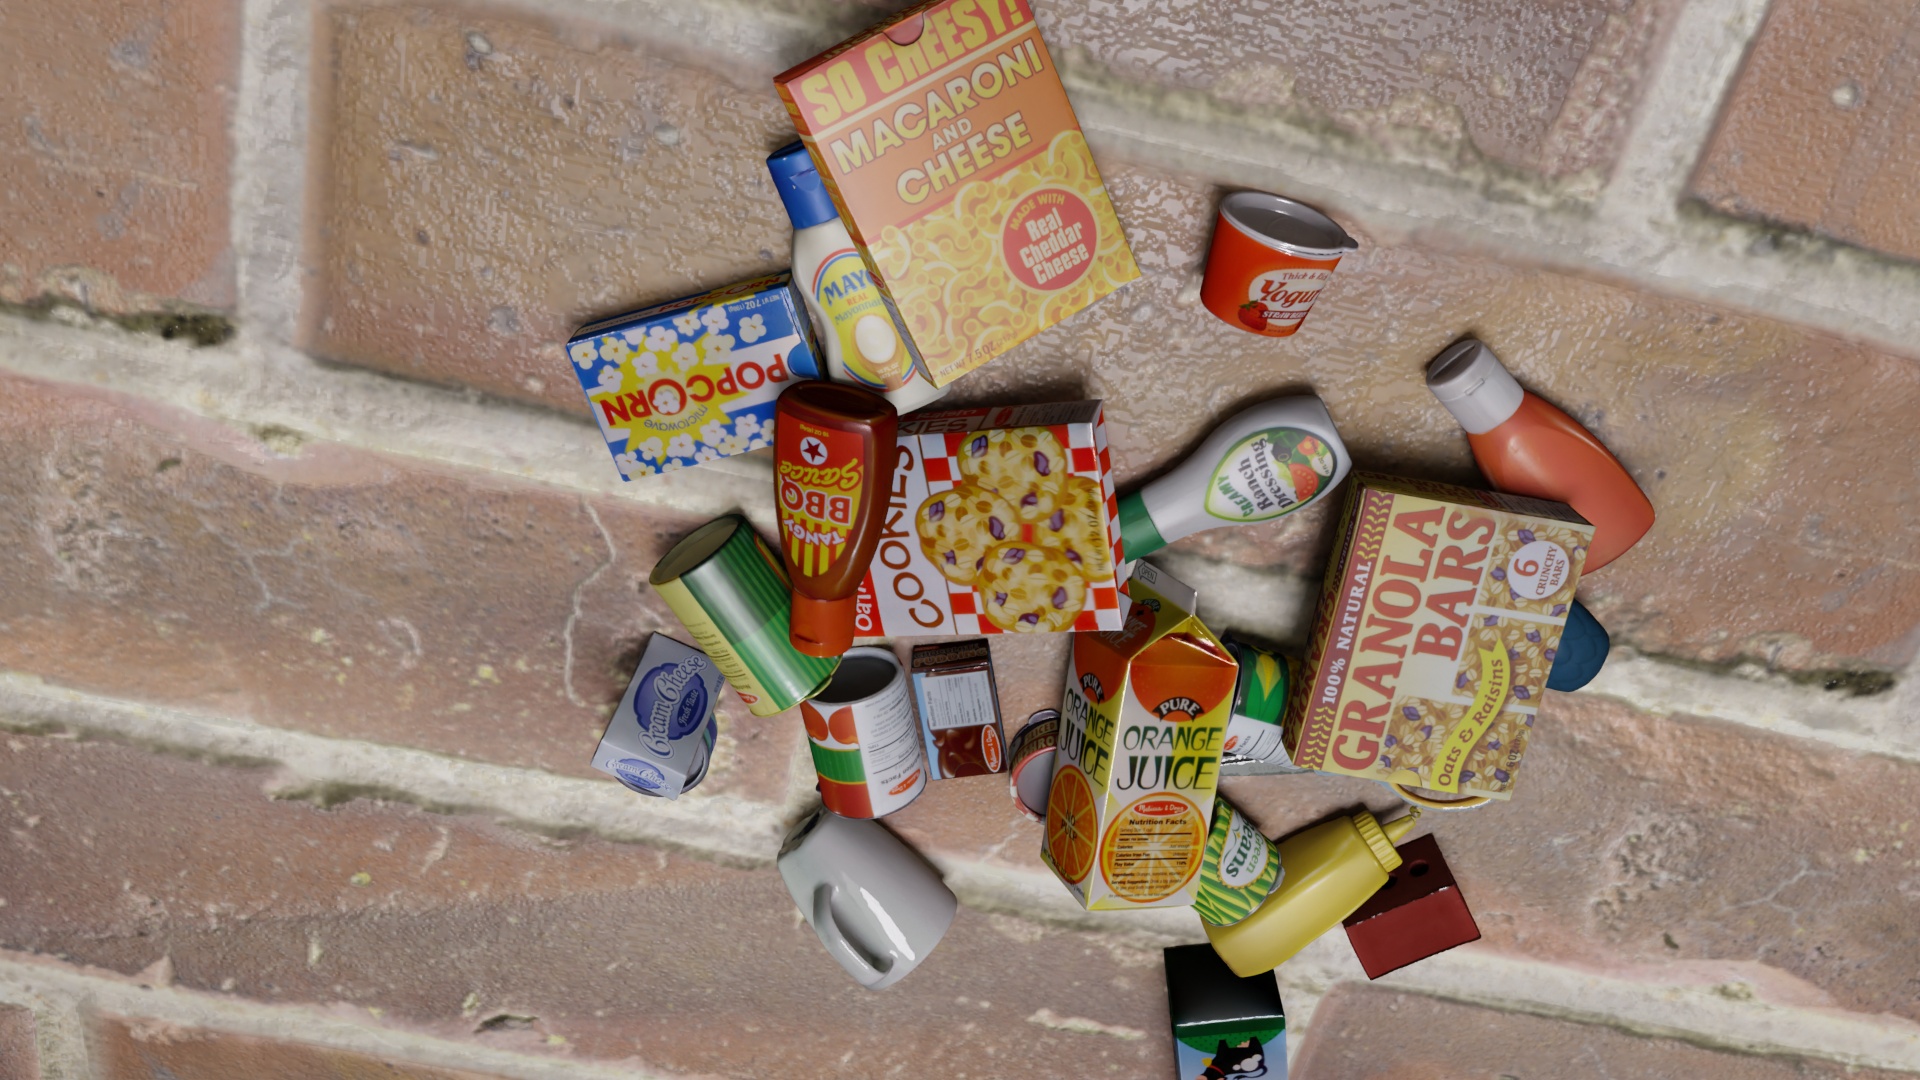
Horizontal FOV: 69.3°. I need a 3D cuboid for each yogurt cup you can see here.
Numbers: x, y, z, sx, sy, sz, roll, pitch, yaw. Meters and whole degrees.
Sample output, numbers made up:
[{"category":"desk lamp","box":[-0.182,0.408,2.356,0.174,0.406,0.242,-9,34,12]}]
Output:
[{"category":"yogurt cup","box":[0.157,-0.140,0.711,0.072,0.073,0.053,13,125,-6]}]

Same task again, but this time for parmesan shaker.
[{"category":"parmesan shaker","box":[-0.122,0.043,0.805,0.071,0.071,0.103,-28,113,14]}]

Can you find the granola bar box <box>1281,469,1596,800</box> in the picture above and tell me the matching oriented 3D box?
[{"category":"granola bar box","box":[0.257,0.053,0.758,0.124,0.039,0.165,9,107,-1]}]

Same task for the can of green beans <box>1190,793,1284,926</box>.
[{"category":"can of green beans","box":[0.159,0.200,0.882,0.071,0.071,0.057,-41,109,20]}]

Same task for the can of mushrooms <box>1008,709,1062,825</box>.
[{"category":"can of mushrooms","box":[0.062,0.144,0.873,0.071,0.033,0.070,1,118,1]}]

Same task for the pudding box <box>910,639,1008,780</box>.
[{"category":"pudding box","box":[-0.001,0.105,0.856,0.050,0.030,0.083,-8,117,4]}]

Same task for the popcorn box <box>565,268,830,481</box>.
[{"category":"popcorn box","box":[-0.138,-0.089,0.756,0.127,0.038,0.085,-13,115,8]}]

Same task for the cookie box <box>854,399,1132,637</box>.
[{"category":"cookie box","box":[0.003,-0.010,0.771,0.167,0.040,0.122,-3,114,18]}]

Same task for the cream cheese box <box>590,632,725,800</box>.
[{"category":"cream cheese box","box":[-0.175,0.102,0.817,0.053,0.104,0.024,24,122,-9]}]

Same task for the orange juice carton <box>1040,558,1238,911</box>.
[{"category":"orange juice carton","box":[0.105,0.111,0.810,0.073,0.072,0.192,3,102,-21]}]

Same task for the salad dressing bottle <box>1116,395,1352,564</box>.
[{"category":"salad dressing bottle","box":[0.142,-0.029,0.777,0.147,0.044,0.064,-26,114,16]}]

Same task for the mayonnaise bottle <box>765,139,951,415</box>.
[{"category":"mayonnaise bottle","box":[-0.057,-0.136,0.728,0.065,0.041,0.147,-21,115,4]}]

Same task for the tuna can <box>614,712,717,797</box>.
[{"category":"tuna can","box":[-0.187,0.122,0.867,0.071,0.033,0.070,0,117,1]}]

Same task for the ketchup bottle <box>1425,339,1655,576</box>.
[{"category":"ketchup bottle","box":[0.315,-0.047,0.765,0.064,0.044,0.148,-41,109,18]}]

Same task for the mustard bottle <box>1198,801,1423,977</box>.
[{"category":"mustard bottle","box":[0.231,0.217,0.892,0.160,0.065,0.048,-35,109,9]}]

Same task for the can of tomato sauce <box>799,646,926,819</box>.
[{"category":"can of tomato sauce","box":[-0.062,0.116,0.844,0.071,0.071,0.082,-7,116,5]}]

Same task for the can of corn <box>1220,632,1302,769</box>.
[{"category":"can of corn","box":[0.181,0.096,0.830,0.058,0.071,0.070,16,116,-8]}]

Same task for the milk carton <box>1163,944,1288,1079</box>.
[{"category":"milk carton","box":[0.188,0.377,0.967,0.073,0.073,0.189,-7,117,4]}]

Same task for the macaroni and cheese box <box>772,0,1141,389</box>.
[{"category":"macaroni and cheese box","box":[0.002,-0.178,0.687,0.124,0.040,0.166,-30,114,-6]}]

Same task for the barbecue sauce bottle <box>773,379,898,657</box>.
[{"category":"barbecue sauce bottle","box":[-0.070,-0.008,0.743,0.065,0.044,0.147,18,120,20]}]
